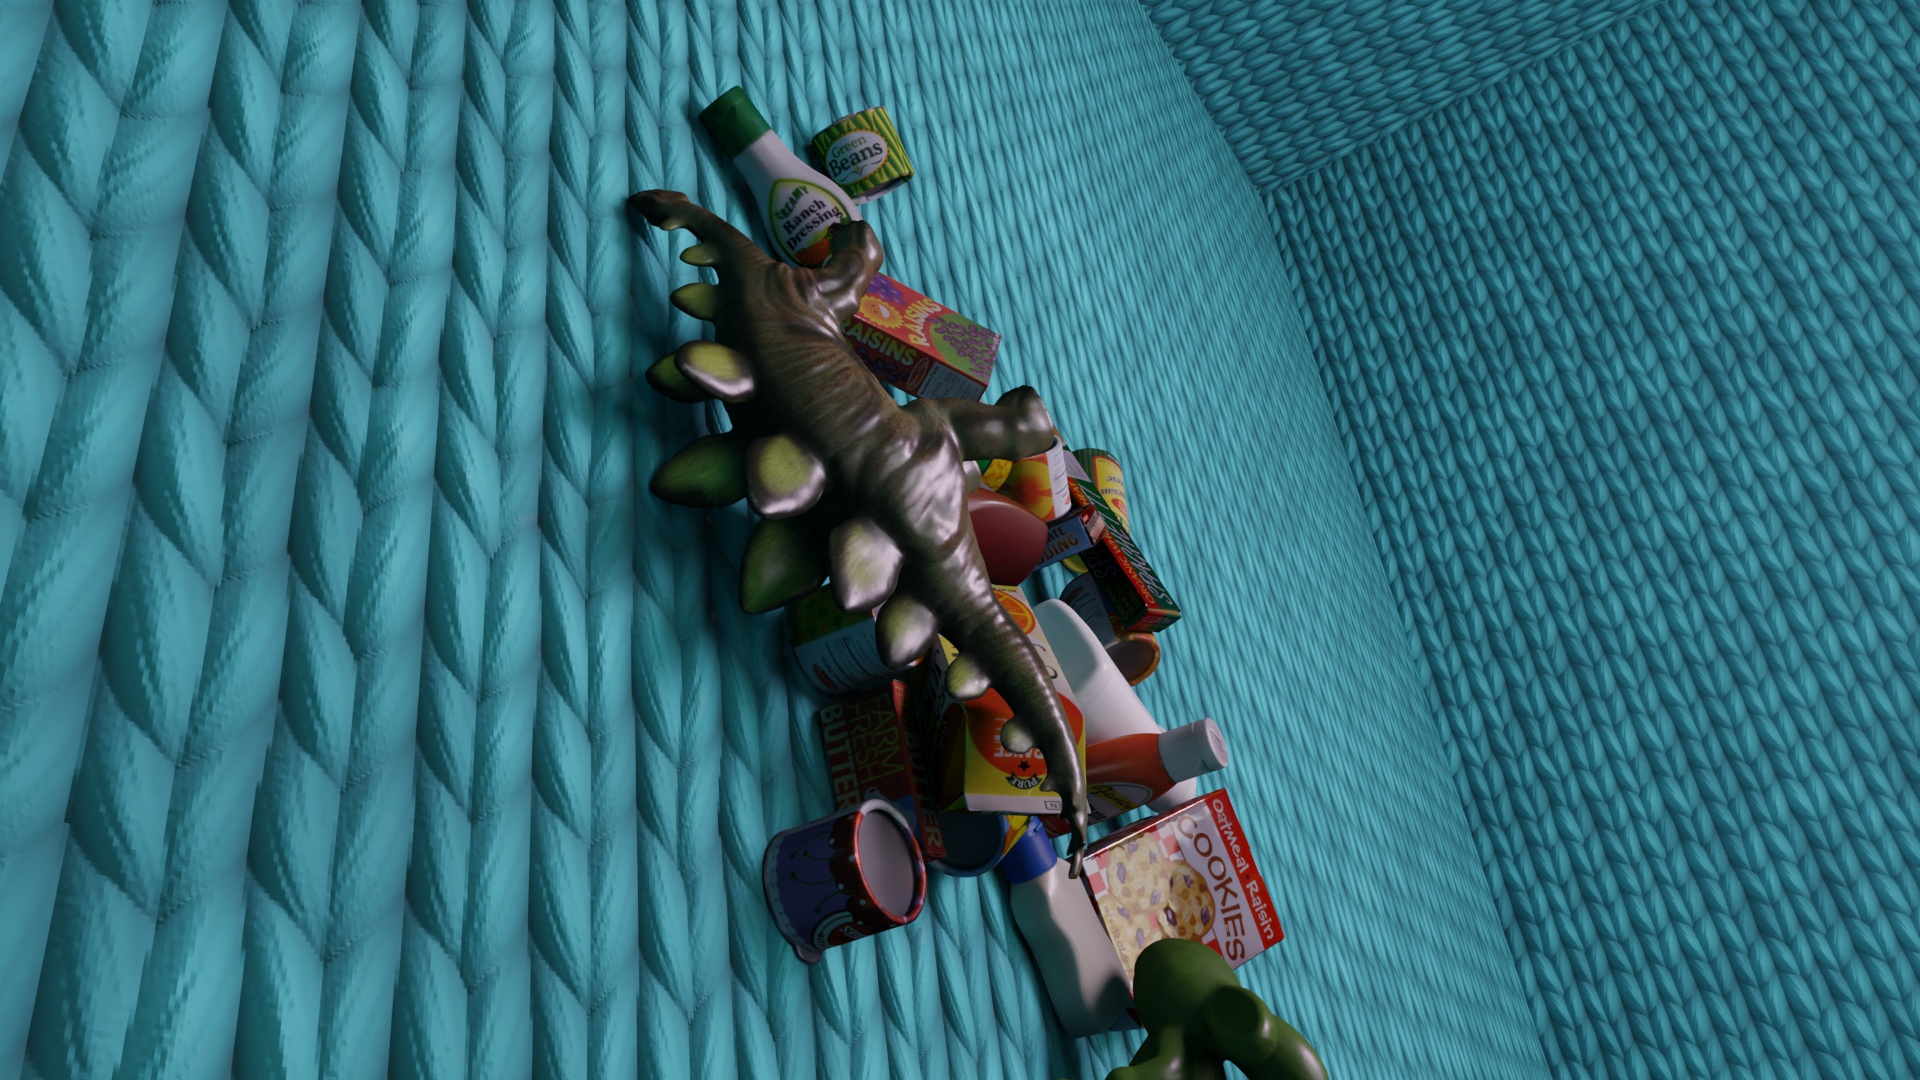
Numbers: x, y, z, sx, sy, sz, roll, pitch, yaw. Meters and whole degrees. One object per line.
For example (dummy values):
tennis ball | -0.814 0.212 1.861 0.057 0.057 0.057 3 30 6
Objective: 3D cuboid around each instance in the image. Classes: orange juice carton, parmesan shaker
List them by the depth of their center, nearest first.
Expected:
orange juice carton | 0.018 0.102 0.826 0.193 0.072 0.072 -114 -147 -60
parmesan shaker | 0.120 -0.029 1.281 0.071 0.071 0.103 46 30 -40

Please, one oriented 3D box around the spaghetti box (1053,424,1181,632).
spaghetti box | 0.104 -0.024 1.187 0.050 0.028 0.251 10 41 -47

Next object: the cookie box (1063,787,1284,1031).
cookie box | 0.157 0.269 1.030 0.168 0.040 0.123 -14 79 -40

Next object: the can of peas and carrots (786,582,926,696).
can of peas and carrots | -0.060 0.051 0.828 0.070 0.058 0.071 48 30 -39

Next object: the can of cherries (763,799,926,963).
can of cherries | -0.058 0.176 0.718 0.071 0.058 0.072 48 29 -38

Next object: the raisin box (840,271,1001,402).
raisin box | -0.036 -0.146 1.015 0.123 0.040 0.086 27 34 -9

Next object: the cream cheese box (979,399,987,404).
cream cheese box | 0.014 -0.091 1.164 0.104 0.024 0.053 26 47 -57

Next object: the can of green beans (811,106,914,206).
can of green beans | -0.078 -0.306 1.111 0.057 0.071 0.071 65 23 -5

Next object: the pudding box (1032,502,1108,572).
pudding box | 0.074 0.001 1.131 0.030 0.083 0.050 65 23 -4

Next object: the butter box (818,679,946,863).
butter box | -0.045 0.136 0.789 0.024 0.053 0.104 29 44 -59

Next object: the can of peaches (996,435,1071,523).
can of peaches | 0.051 -0.050 1.126 0.071 0.071 0.057 -62 146 -61

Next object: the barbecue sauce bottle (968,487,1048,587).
barbecue sauce bottle | 0.004 -0.013 1.029 0.044 0.065 0.148 31 3 42

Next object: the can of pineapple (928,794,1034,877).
can of pineapple | 0.009 0.166 0.857 0.071 0.071 0.058 67 23 -1

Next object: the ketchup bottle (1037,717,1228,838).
ketchup bottle | 0.115 0.166 0.986 0.064 0.148 0.044 48 28 -38

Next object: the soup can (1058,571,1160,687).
soup can | 0.129 0.076 1.179 0.071 0.071 0.084 45 18 -41

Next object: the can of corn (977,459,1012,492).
can of corn | -0.001 -0.071 1.056 0.058 0.071 0.071 35 39 -53

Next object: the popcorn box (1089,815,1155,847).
popcorn box | 0.151 0.286 1.093 0.085 0.038 0.127 4 65 -65

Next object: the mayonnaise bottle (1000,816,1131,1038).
mayonnaise bottle | 0.064 0.254 0.934 0.065 0.041 0.148 -31 96 -60

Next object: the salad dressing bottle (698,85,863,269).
salad dressing bottle | -0.123 -0.246 0.972 0.147 0.064 0.044 51 7 -14
